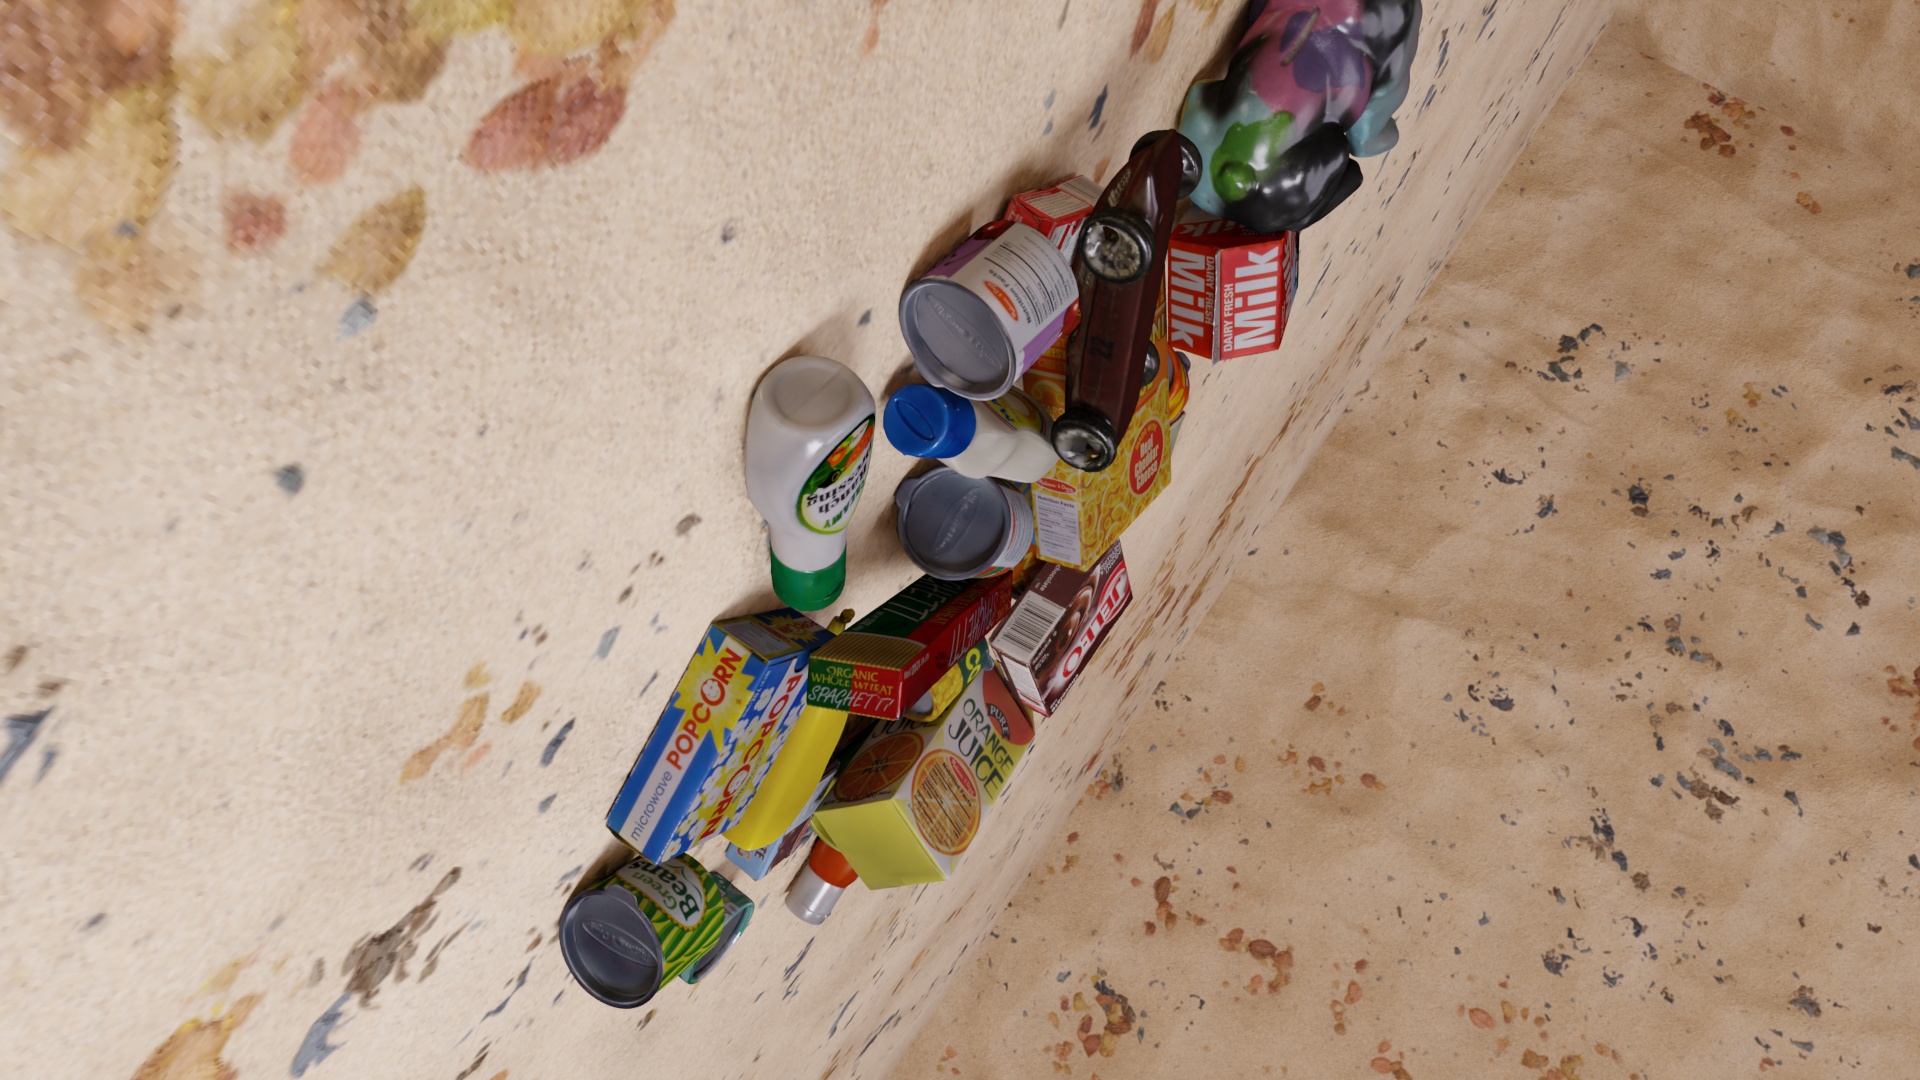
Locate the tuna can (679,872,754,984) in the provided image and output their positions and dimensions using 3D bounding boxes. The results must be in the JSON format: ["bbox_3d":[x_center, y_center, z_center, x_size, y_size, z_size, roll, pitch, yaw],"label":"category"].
[{"bbox_3d":[-0.166,0.251,0.904,0.071,0.033,0.070,-51,164,-20],"label":"tuna can"}]

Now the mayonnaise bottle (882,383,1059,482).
[{"bbox_3d":[0.007,-0.061,0.746,0.041,0.065,0.148,-48,164,17],"label":"mayonnaise bottle"}]

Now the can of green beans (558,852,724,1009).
[{"bbox_3d":[-0.168,0.204,0.737,0.071,0.071,0.058,-63,164,22],"label":"can of green beans"}]

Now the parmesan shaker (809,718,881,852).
[{"bbox_3d":[-0.059,0.169,1.009,0.103,0.071,0.071,-39,157,-48],"label":"parmesan shaker"}]

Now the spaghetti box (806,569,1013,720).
[{"bbox_3d":[-0.021,0.051,0.795,0.251,0.050,0.028,-34,131,-72],"label":"spaghetti box"}]

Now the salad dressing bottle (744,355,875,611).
[{"bbox_3d":[-0.068,-0.020,0.628,0.064,0.044,0.147,-49,163,-30],"label":"salad dressing bottle"}]

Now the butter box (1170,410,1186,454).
[{"bbox_3d":[0.152,-0.085,1.160,0.024,0.053,0.103,-46,161,-25],"label":"butter box"}]

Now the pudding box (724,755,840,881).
[{"bbox_3d":[-0.117,0.177,0.910,0.083,0.030,0.050,-63,165,23],"label":"pudding box"}]

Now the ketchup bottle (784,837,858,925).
[{"bbox_3d":[-0.085,0.234,1.102,0.148,0.043,0.065,-57,168,4],"label":"ketchup bottle"}]

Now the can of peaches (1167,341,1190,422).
[{"bbox_3d":[0.131,-0.117,1.001,0.071,0.071,0.058,-58,164,5],"label":"can of peaches"}]

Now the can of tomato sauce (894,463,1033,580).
[{"bbox_3d":[0.003,-0.010,0.824,0.071,0.071,0.083,-58,169,5],"label":"can of tomato sauce"}]

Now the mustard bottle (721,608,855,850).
[{"bbox_3d":[-0.093,0.101,0.789,0.159,0.049,0.065,-64,164,22],"label":"mustard bottle"}]

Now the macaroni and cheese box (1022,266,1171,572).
[{"bbox_3d":[0.090,-0.083,0.883,0.124,0.040,0.165,-42,137,-42],"label":"macaroni and cheese box"}]

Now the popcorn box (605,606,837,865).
[{"bbox_3d":[-0.121,0.099,0.719,0.126,0.038,0.085,-60,164,13],"label":"popcorn box"}]

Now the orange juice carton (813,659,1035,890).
[{"bbox_3d":[-0.012,0.146,0.960,0.071,0.073,0.194,-18,-158,37],"label":"orange juice carton"}]

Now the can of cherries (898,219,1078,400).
[{"bbox_3d":[0.013,-0.109,0.659,0.059,0.071,0.071,-47,162,-33],"label":"can of cherries"}]

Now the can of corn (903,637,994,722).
[{"bbox_3d":[-0.022,0.080,0.927,0.058,0.071,0.070,-45,161,-34],"label":"can of corn"}]

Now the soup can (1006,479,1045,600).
[{"bbox_3d":[0.045,-0.009,0.965,0.084,0.071,0.071,-53,165,-10],"label":"soup can"}]

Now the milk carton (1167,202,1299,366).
[{"bbox_3d":[0.178,-0.174,0.905,0.191,0.073,0.072,-55,145,-61],"label":"milk carton"}]
